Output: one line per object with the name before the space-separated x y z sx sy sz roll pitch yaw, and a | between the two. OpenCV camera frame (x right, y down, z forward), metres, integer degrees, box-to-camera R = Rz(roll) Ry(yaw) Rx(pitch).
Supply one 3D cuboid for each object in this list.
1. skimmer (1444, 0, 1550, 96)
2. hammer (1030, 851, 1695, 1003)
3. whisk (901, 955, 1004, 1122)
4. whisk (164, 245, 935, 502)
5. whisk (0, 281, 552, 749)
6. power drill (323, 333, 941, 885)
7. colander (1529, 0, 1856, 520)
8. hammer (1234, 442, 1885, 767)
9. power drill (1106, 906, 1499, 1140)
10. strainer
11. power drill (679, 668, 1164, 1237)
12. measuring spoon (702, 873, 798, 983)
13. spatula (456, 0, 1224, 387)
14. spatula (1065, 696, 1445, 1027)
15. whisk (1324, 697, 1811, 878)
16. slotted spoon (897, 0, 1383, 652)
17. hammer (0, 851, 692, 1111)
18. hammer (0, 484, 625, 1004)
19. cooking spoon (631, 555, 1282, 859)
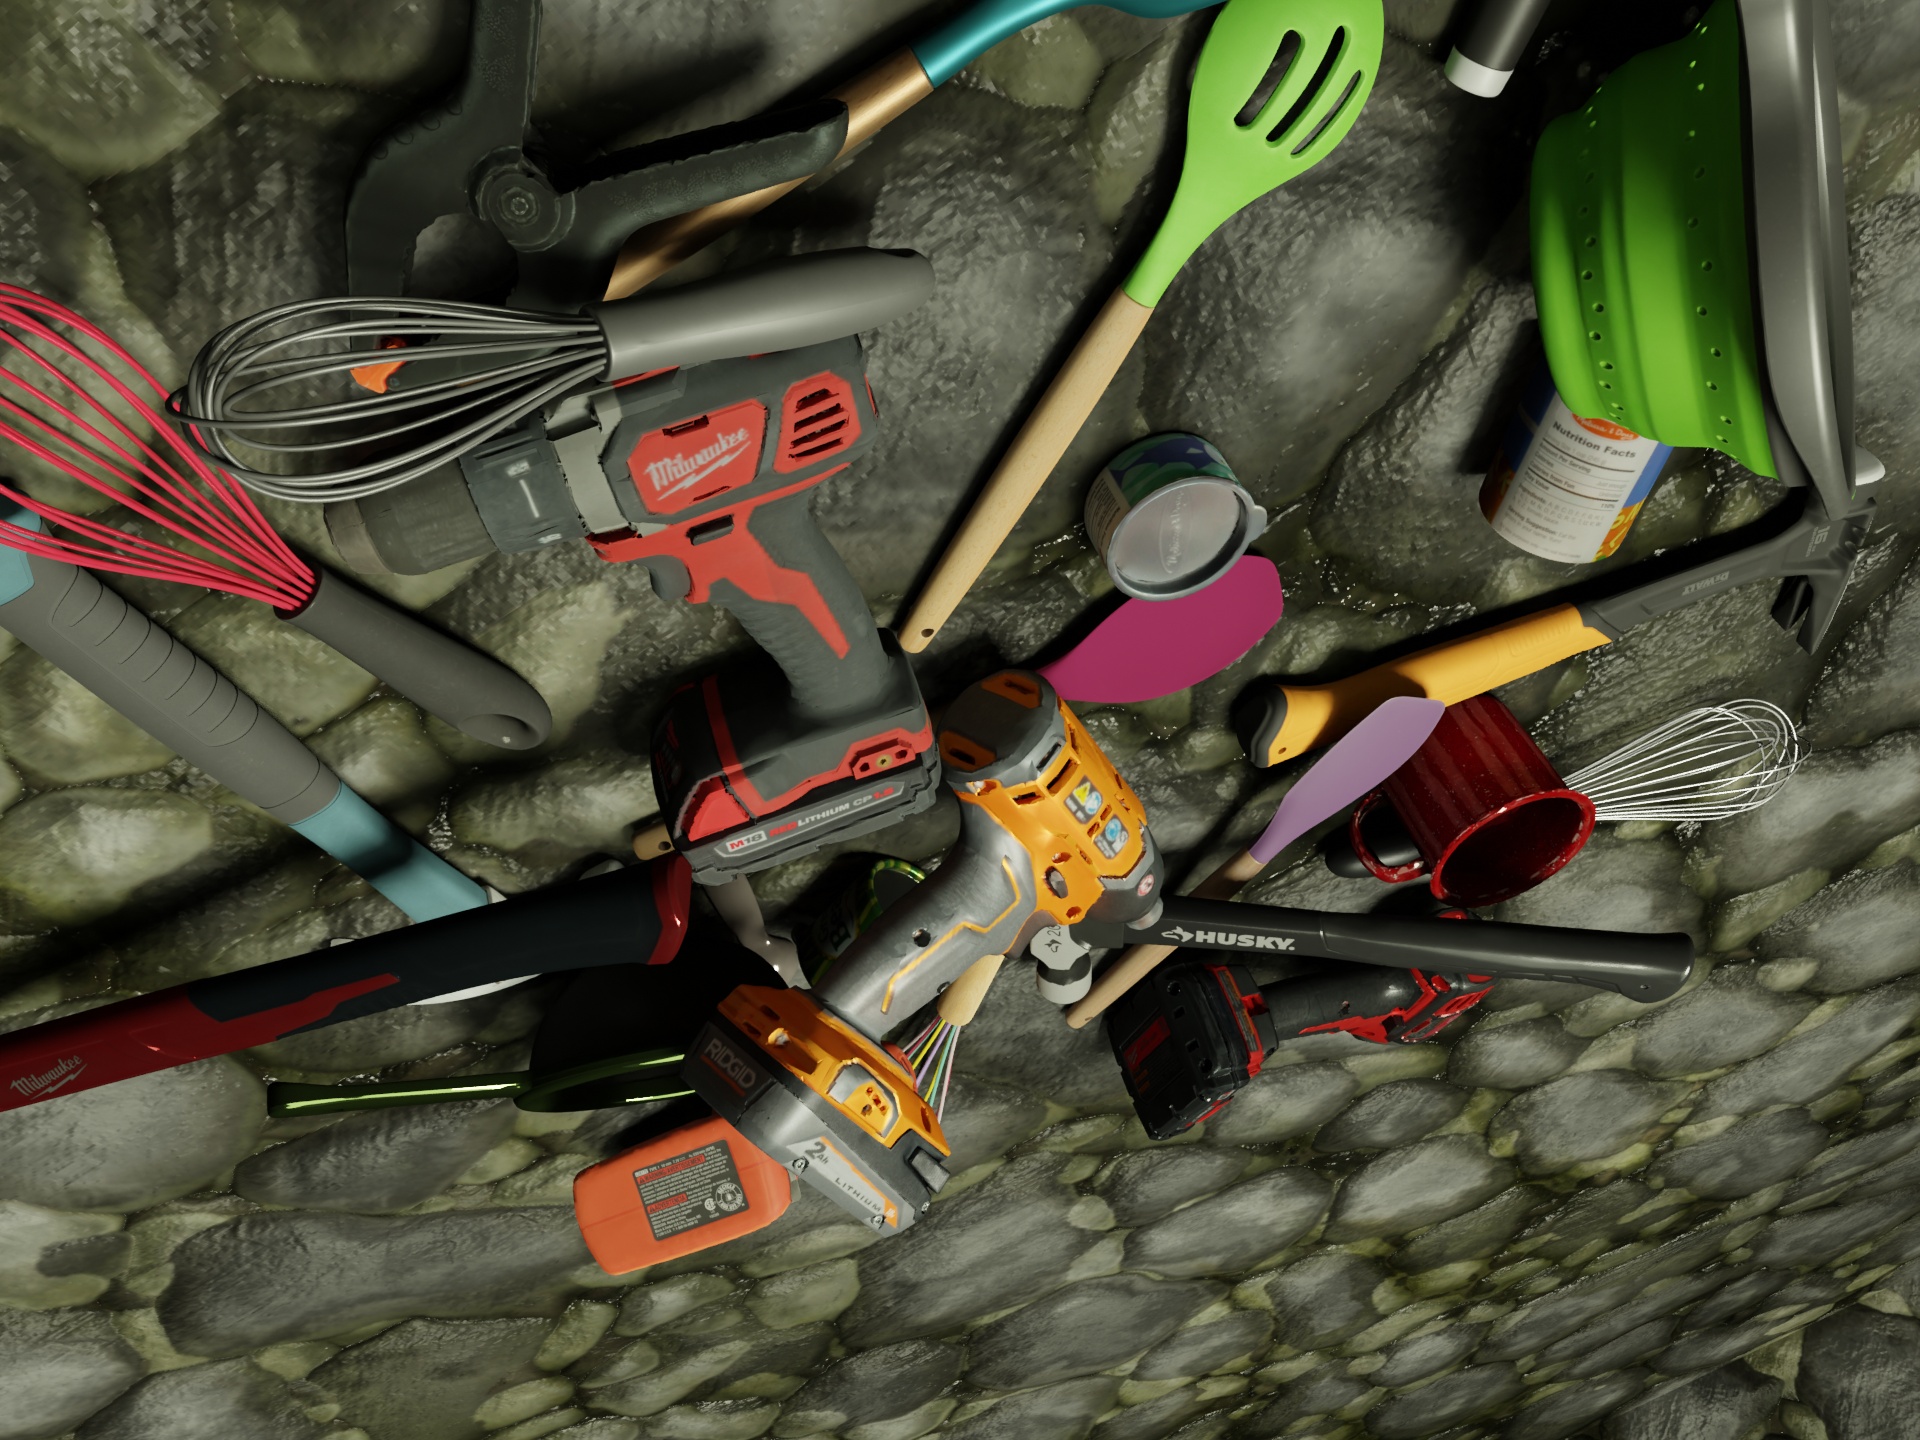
skimmer | 0.254 -0.331 0.432 0.127 0.090 0.363 -32 154 -42
hammer | 0.204 0.109 0.828 0.335 0.035 0.146 4 137 7
whisk | -0.013 0.181 0.905 0.047 0.051 0.244 7 128 -23
whisk | -0.104 -0.110 0.463 0.239 0.055 0.055 -22 144 -31
whisk | -0.239 -0.053 0.539 0.073 0.073 0.295 -32 145 11
power drill | -0.108 -0.039 0.598 0.188 0.080 0.226 -19 136 -5
colander | 0.222 -0.201 0.510 0.094 0.205 0.396 -3 156 32
hammer | 0.301 -0.039 0.813 0.337 0.034 0.127 -18 138 -5
power drill | 0.210 0.182 0.973 0.219 0.079 0.143 -10 153 -21
strainer | -0.188 0.142 0.747 0.256 0.069 0.151 2 158 -32
power drill | 0.001 0.109 0.711 0.226 0.084 0.164 -51 131 -12
measuring spoon | -0.108 0.102 0.792 0.034 0.018 0.124 -20 139 -3
spatula | -0.035 -0.188 0.492 0.317 0.044 0.082 -30 115 11
spatula | 0.148 0.086 0.864 0.059 0.018 0.315 6 139 -35
whisk | 0.346 0.046 0.910 0.284 0.070 0.070 -15 139 -2
slotted spoon | 0.055 -0.138 0.600 0.070 0.031 0.313 12 130 -32
hammer | -0.294 0.105 0.630 0.386 0.038 0.143 -16 127 7
hammer | -0.264 0.023 0.626 0.128 0.033 0.330 -28 139 5
cooking spoon | -0.001 -0.002 0.728 0.319 0.017 0.068 -22 133 -1
